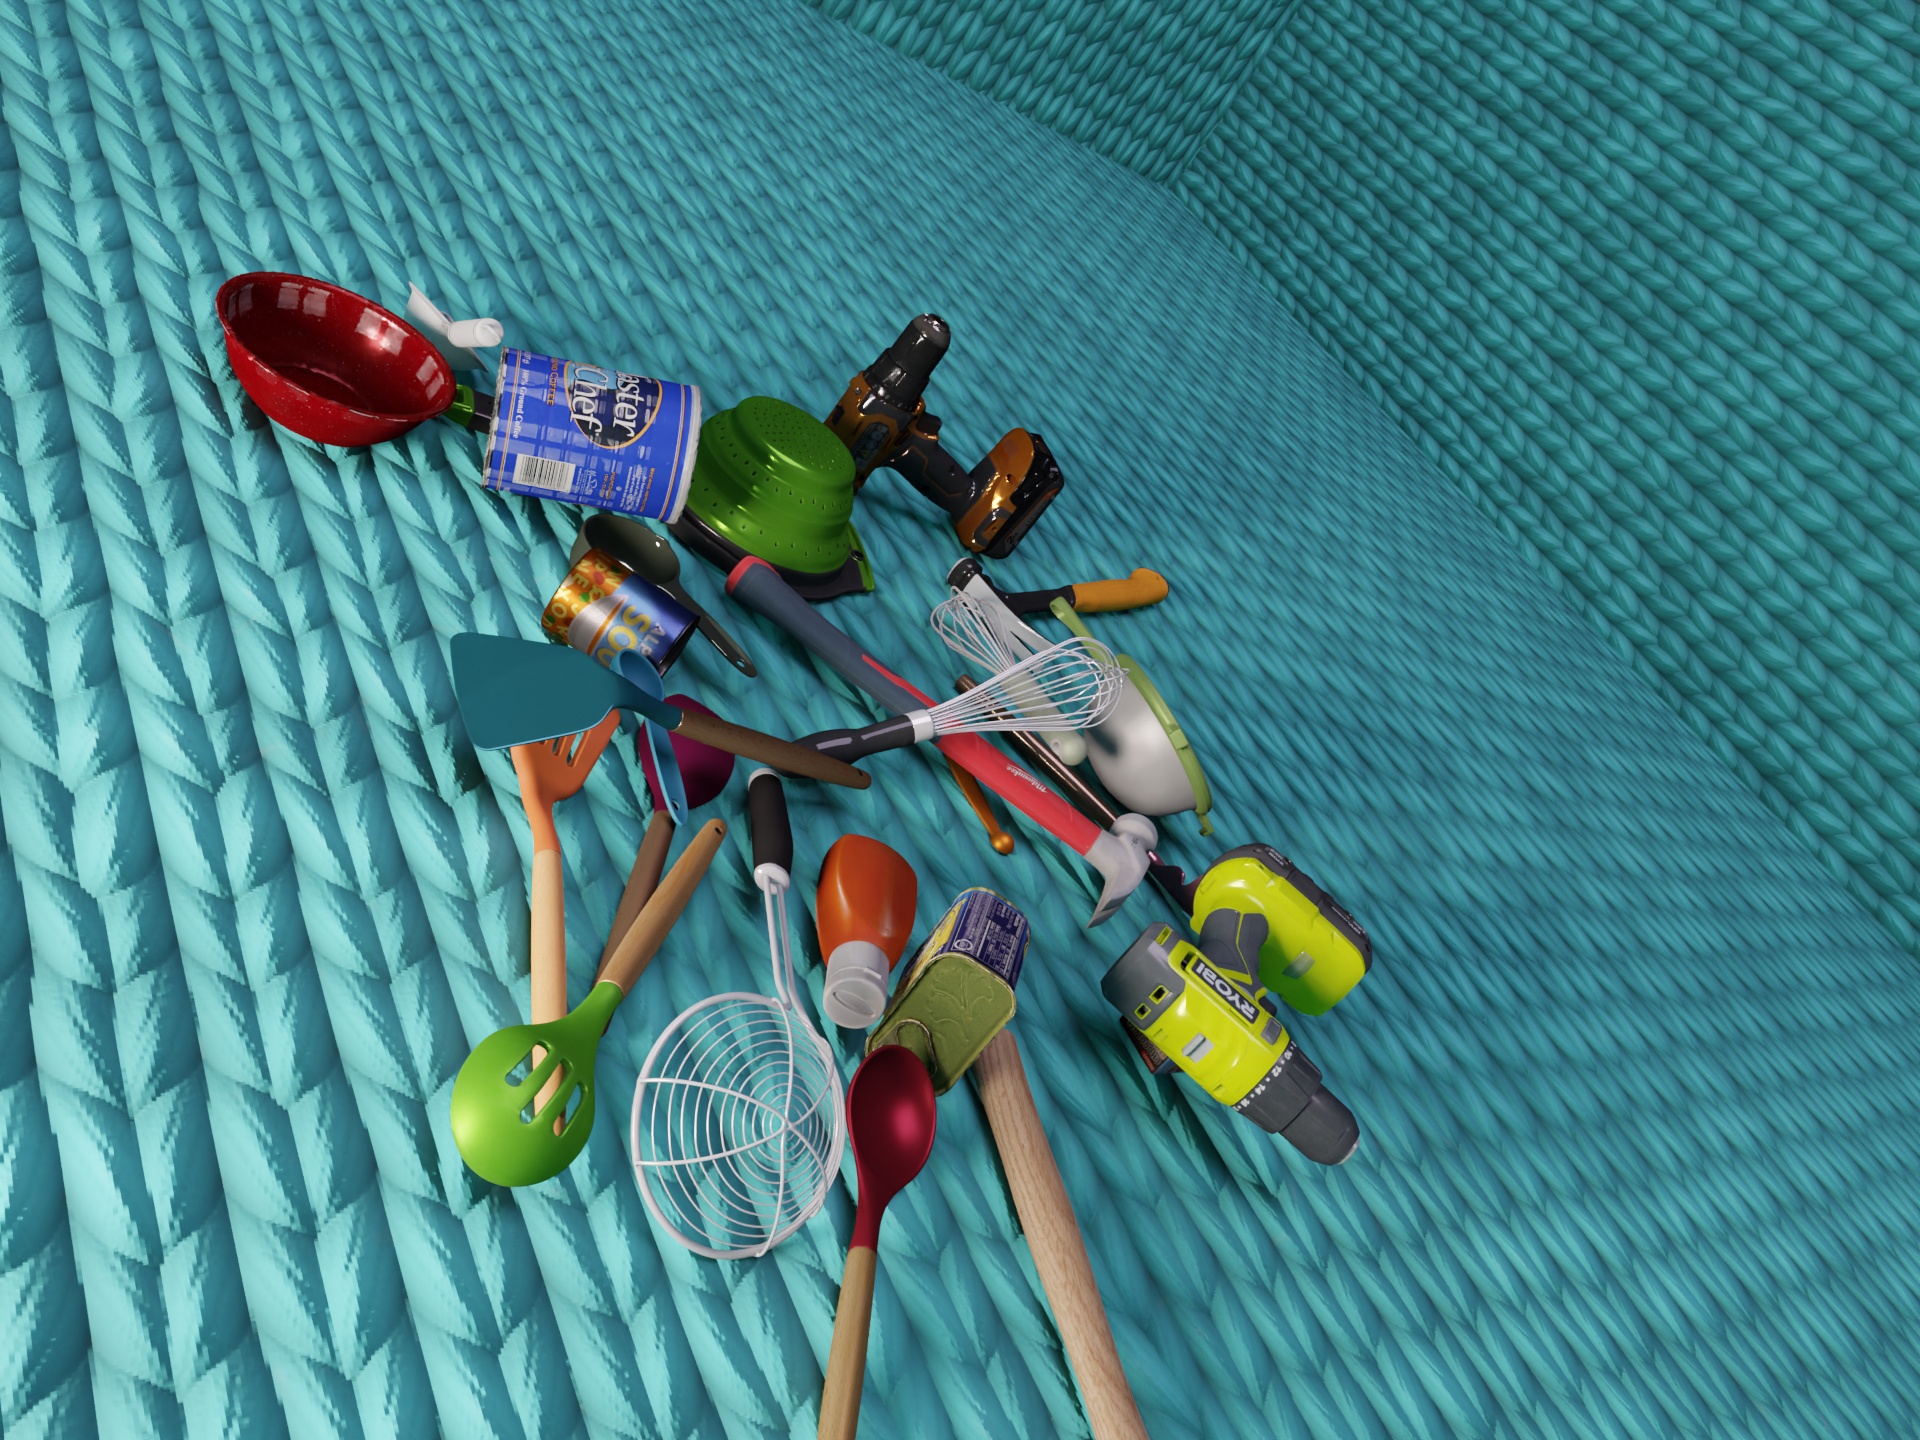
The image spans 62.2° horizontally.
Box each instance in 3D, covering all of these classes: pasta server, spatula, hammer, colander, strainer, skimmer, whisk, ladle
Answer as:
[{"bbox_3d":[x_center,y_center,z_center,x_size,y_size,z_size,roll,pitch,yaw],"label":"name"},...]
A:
[{"bbox_3d":[0.116,0.066,1.287,0.316,0.040,0.060,43,0,14],"label":"pasta server"},{"bbox_3d":[-0.167,0.010,0.986,0.317,0.044,0.082,22,38,-50],"label":"spatula"},{"bbox_3d":[0.123,-0.116,1.567,0.127,0.034,0.337,47,30,19],"label":"hammer"},{"bbox_3d":[-0.219,-0.220,1.266,0.396,0.094,0.205,17,34,-33],"label":"colander"},{"bbox_3d":[-0.367,-0.281,1.158,0.086,0.050,0.259,51,-13,-27],"label":"strainer"},{"bbox_3d":[-0.126,0.140,0.905,0.127,0.090,0.364,46,12,-26],"label":"skimmer"},{"bbox_3d":[0.041,-0.039,1.303,0.059,0.057,0.247,-18,40,-17],"label":"whisk"},{"bbox_3d":[-0.001,-0.004,1.143,0.284,0.070,0.070,-16,54,-24],"label":"whisk"},{"bbox_3d":[0.057,0.307,0.871,0.130,0.031,0.332,18,34,-33],"label":"hammer"},{"bbox_3d":[-0.219,0.088,0.868,0.080,0.041,0.323,47,19,-41],"label":"spatula"},{"bbox_3d":[0.120,-0.010,1.350,0.257,0.069,0.151,57,-4,38],"label":"strainer"},{"bbox_3d":[-0.050,0.286,0.784,0.069,0.031,0.316,48,26,-24],"label":"ladle"},{"bbox_3d":[-0.024,0.008,1.197,0.386,0.038,0.143,37,26,3],"label":"hammer"}]

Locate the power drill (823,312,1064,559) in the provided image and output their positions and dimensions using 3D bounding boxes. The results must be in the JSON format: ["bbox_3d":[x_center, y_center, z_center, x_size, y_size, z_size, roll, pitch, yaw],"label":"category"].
[{"bbox_3d":[-0.010,-0.263,1.479,0.226,0.185,0.084,22,30,-33],"label":"power drill"}]

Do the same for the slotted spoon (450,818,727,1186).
[{"bbox_3d":[-0.176,0.127,0.836,0.070,0.031,0.314,50,23,-12],"label":"slotted spoon"}]

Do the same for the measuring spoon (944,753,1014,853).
[{"bbox_3d":[0.014,0.055,1.212,0.021,0.011,0.117,11,38,-40],"label":"measuring spoon"}]

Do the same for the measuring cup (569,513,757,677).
[{"bbox_3d":[-0.211,-0.079,1.130,0.167,0.038,0.083,45,29,9],"label":"measuring cup"}]

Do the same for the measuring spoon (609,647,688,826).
[{"bbox_3d":[-0.195,0.013,0.991,0.042,0.021,0.129,26,38,-57],"label":"measuring spoon"}]

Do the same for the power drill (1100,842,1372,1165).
[{"bbox_3d":[0.212,0.192,1.106,0.190,0.080,0.228,41,29,7],"label":"power drill"}]

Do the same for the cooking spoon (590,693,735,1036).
[{"bbox_3d":[-0.182,0.075,0.953,0.068,0.017,0.319,34,28,-17],"label":"cooking spoon"}]
